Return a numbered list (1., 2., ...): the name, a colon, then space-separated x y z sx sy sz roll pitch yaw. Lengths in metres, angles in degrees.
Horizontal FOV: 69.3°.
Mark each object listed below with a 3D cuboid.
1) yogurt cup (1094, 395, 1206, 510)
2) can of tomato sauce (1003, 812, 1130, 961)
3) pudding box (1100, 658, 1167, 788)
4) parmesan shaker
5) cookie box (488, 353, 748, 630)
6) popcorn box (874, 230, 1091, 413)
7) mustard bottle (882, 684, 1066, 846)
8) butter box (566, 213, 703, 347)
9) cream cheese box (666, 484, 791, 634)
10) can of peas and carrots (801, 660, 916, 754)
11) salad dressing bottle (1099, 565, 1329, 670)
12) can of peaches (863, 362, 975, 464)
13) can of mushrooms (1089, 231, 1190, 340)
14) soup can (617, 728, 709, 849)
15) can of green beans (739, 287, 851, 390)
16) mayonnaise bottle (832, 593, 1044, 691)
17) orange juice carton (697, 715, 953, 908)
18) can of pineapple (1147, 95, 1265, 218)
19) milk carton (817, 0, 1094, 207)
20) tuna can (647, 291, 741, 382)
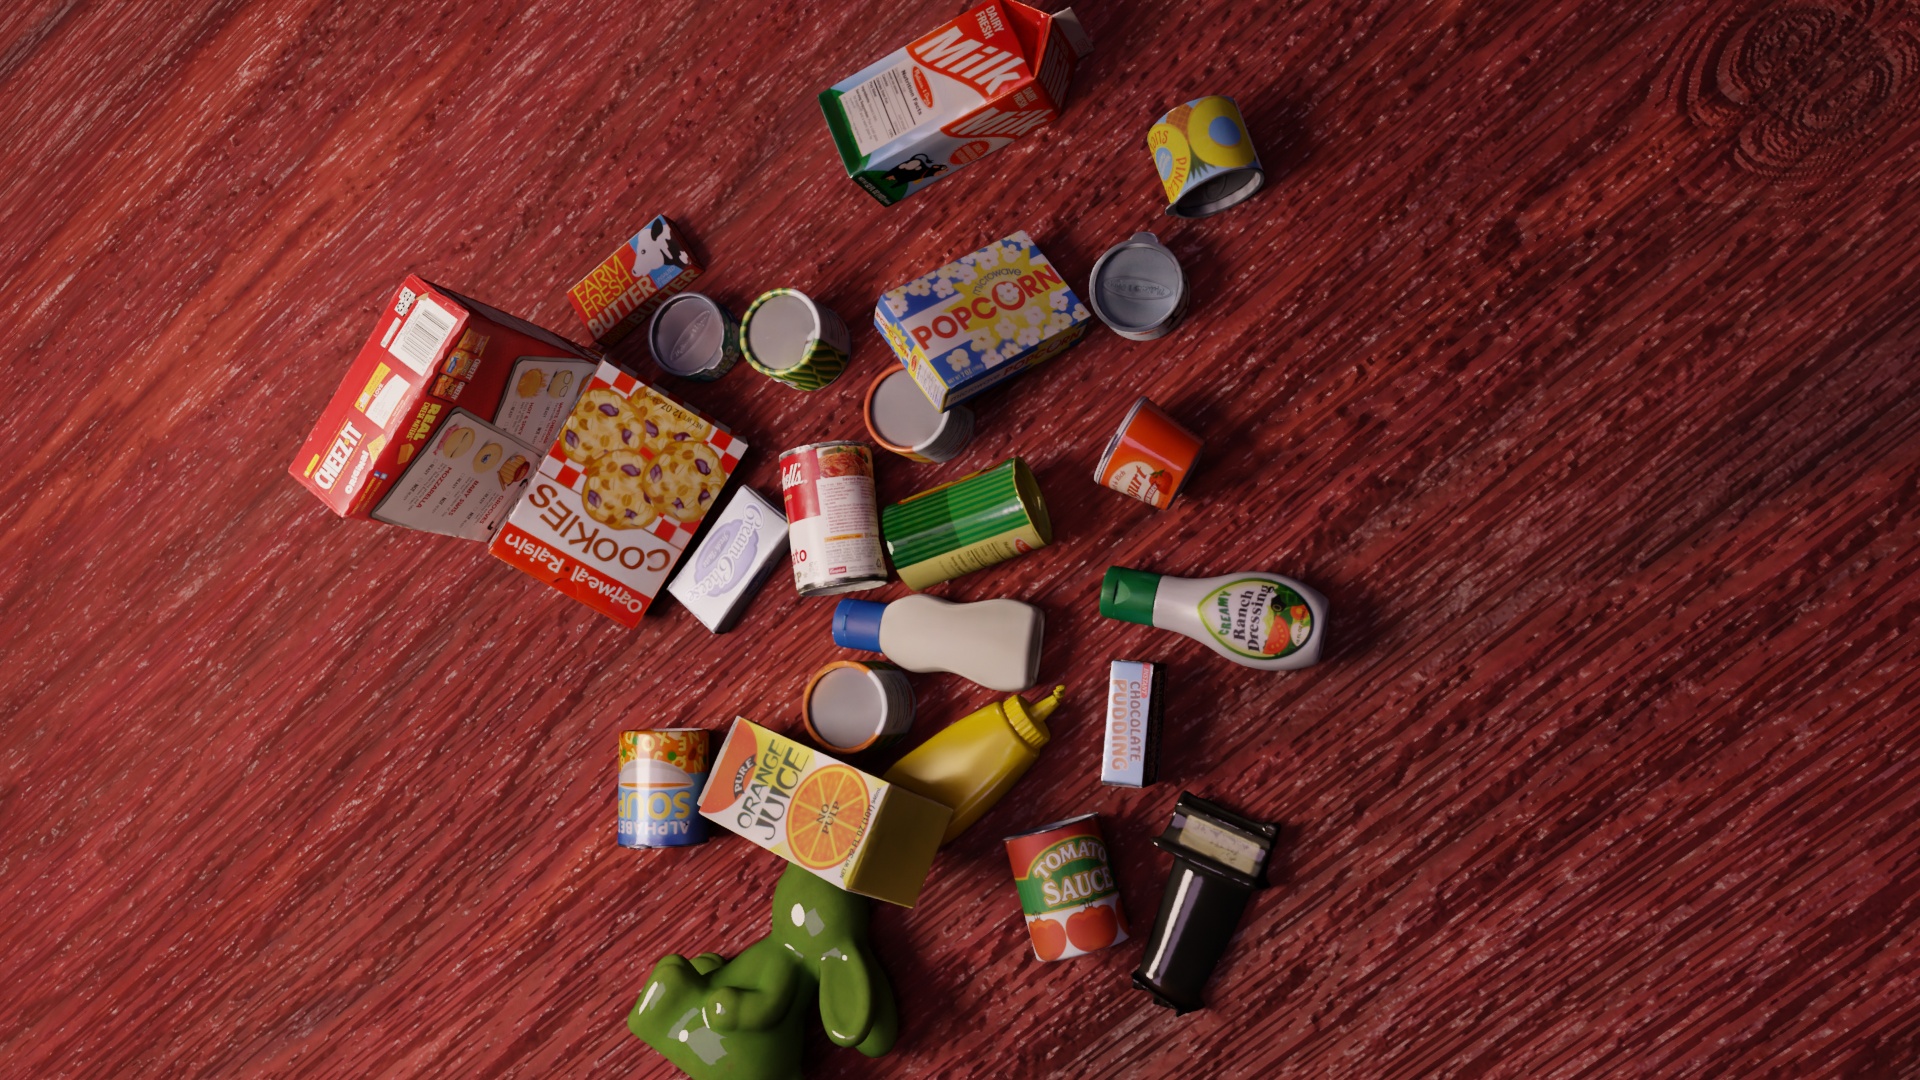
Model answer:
1. yogurt cup: 0.130 -0.056 0.940 0.054 0.072 0.072 31 94 10
2. can of tomato sauce: 0.072 0.230 0.925 0.071 0.071 0.083 -18 80 15
3. pudding box: 0.117 0.123 0.932 0.030 0.049 0.083 5 85 20
4. parmesan shaker: 0.003 -0.012 0.971 0.103 0.071 0.071 -20 79 15
5. cookie box: -0.255 -0.035 1.040 0.123 0.040 0.167 31 95 -18
6. popcorn box: 0.015 -0.153 0.967 0.127 0.038 0.085 -29 73 -23
7. mustard bottle: 0.013 0.152 0.962 0.160 0.049 0.065 -38 67 10
8. butter box: -0.258 -0.205 1.099 0.103 0.024 0.053 -37 74 11
9. cream cheese box: -0.171 0.014 1.048 0.053 0.024 0.103 39 96 17
10. can of peas and carrots: -0.074 0.119 0.989 0.071 0.059 0.071 -2 83 18
11. salad dressing bottle: 0.168 0.047 0.927 0.148 0.044 0.064 10 86 19
12. can of peaches: -0.031 -0.092 0.997 0.071 0.058 0.071 -2 85 17
13. can of mushrooms: 0.126 -0.176 0.969 0.071 0.033 0.071 -2 84 18
14. soup can: -0.219 0.181 1.022 0.071 0.071 0.084 -3 83 17
15. can of green beans: -0.123 -0.149 1.032 0.071 0.058 0.071 -2 84 18
16. mayonnaise bottle: -0.017 0.067 0.986 0.148 0.041 0.065 7 85 19
17. orange juice carton: -0.107 0.178 0.948 0.193 0.073 0.072 15 77 41
18. can of pineapple: 0.165 -0.261 0.947 0.071 0.071 0.058 -21 78 15
19. milk carton: 0.003 -0.324 1.004 0.190 0.072 0.073 -24 78 15
20. tuna can: -0.203 -0.155 1.072 0.071 0.033 0.071 -2 84 18
